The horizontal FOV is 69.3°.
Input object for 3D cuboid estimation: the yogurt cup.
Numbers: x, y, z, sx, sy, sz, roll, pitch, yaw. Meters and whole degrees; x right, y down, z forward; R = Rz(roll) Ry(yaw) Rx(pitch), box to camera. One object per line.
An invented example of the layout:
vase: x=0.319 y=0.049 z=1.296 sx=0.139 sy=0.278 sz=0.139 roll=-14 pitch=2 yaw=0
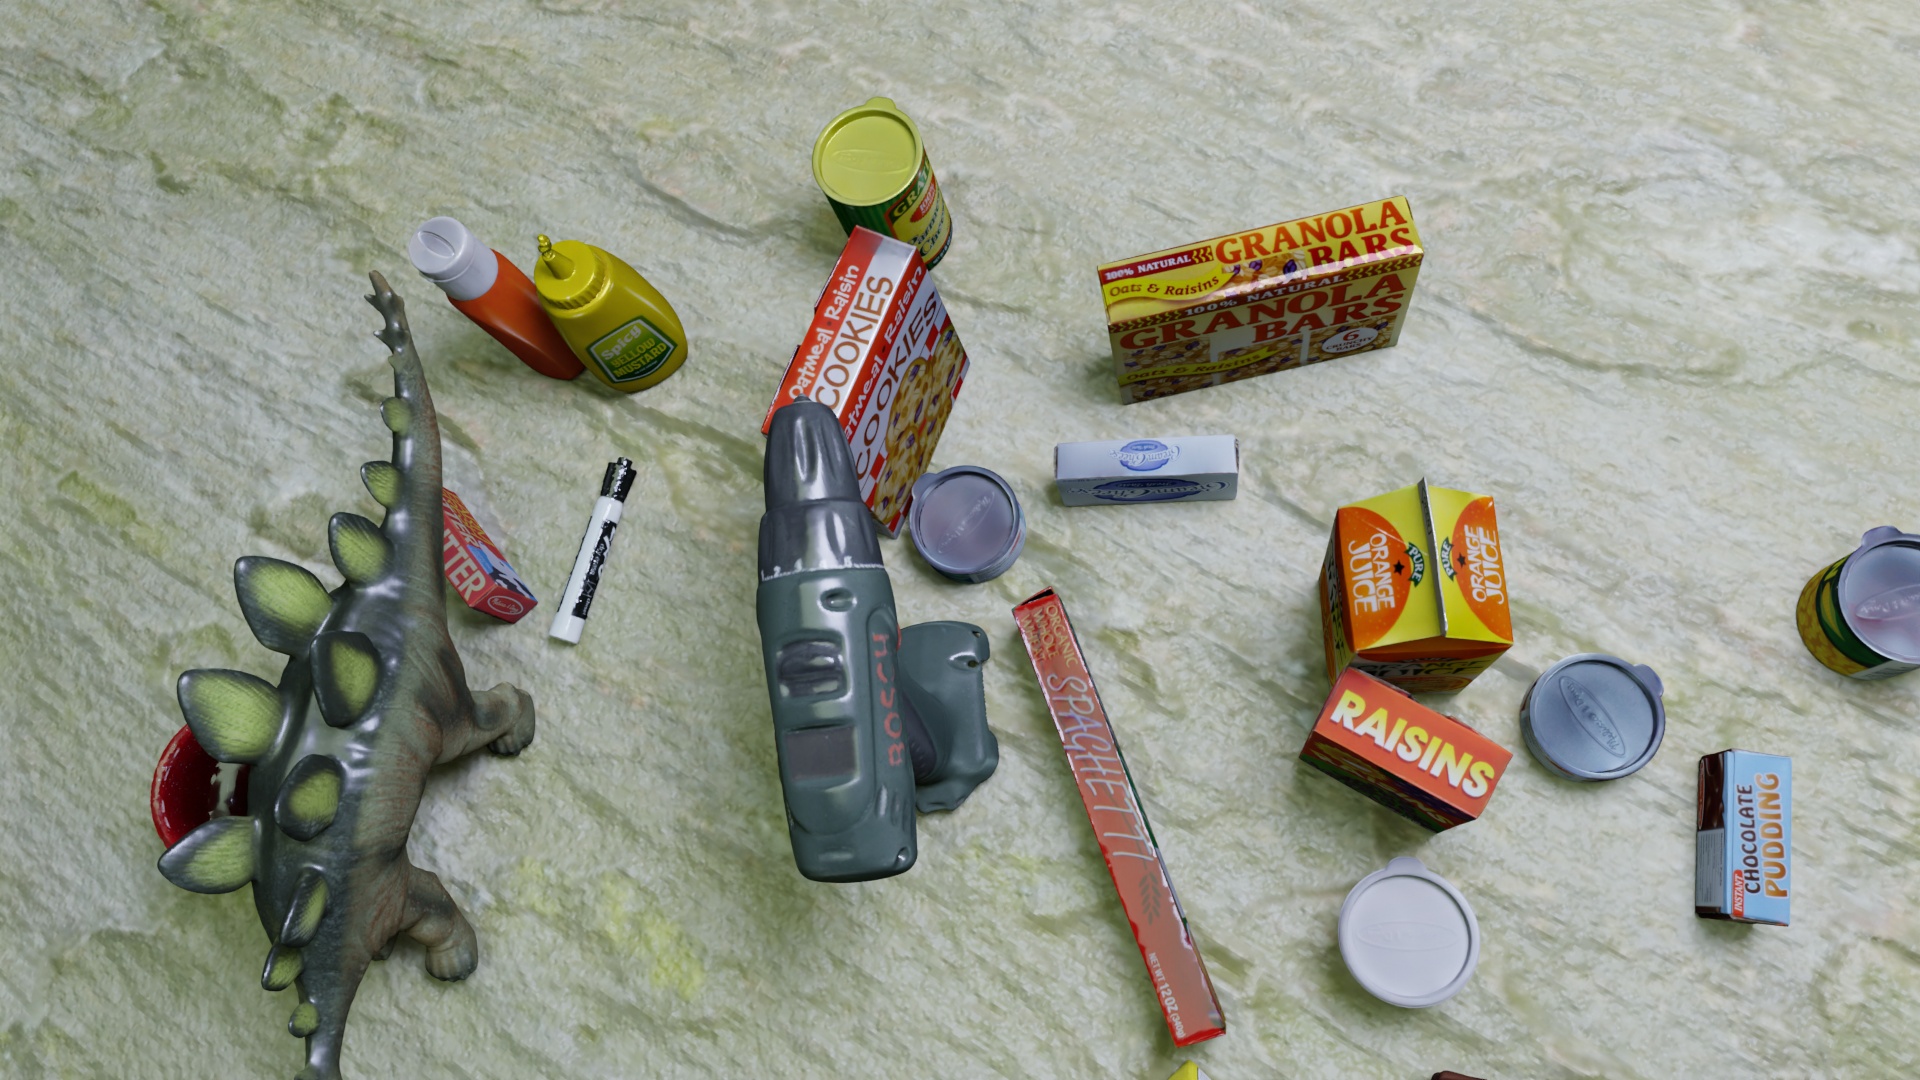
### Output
yogurt cup: x=0.227 y=0.203 z=0.713 sx=0.072 sy=0.054 sz=0.072 roll=-3 pitch=75 yaw=10

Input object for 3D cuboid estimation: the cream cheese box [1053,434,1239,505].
cream cheese box: x=0.108 y=-0.040 z=0.803 sx=0.104 sy=0.053 sz=0.024 roll=-2 pitch=75 yaw=10

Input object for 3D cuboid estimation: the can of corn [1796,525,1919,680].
can of corn: x=0.473 y=0.033 z=0.712 sx=0.071 sy=0.058 sz=0.071 roll=-3 pitch=75 yaw=10

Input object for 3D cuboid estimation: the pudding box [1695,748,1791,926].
pudding box: x=0.393 y=0.149 z=0.699 sx=0.030 sy=0.049 sz=0.084 roll=6 pitch=76 yaw=12

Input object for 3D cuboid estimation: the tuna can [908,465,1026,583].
tuna can: x=0.003 y=-0.010 z=0.825 sx=0.071 sy=0.032 sz=0.071 roll=-3 pitch=74 yaw=10

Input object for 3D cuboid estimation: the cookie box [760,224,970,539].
cookie box: x=-0.048 y=-0.083 z=0.784 sx=0.040 sy=0.167 sz=0.123 roll=20 pitch=80 yaw=15

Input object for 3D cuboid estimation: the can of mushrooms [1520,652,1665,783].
can of mushrooms: x=0.335 y=0.093 z=0.734 sx=0.071 sy=0.033 sz=0.071 roll=-3 pitch=74 yaw=10

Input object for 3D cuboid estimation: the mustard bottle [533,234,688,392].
mustard bottle: x=-0.218 y=-0.140 z=0.836 sx=0.065 sy=0.160 sz=0.049 roll=-32 pitch=72 yaw=1

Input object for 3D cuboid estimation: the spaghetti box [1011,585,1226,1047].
spaghetti box: x=0.085 y=0.146 z=0.757 sx=0.029 sy=0.050 sz=0.250 roll=-22 pitch=72 yaw=4

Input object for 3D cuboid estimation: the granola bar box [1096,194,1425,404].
granola bar box: x=0.165 y=-0.132 z=0.780 sx=0.165 sy=0.124 sz=0.039 roll=-12 pitch=73 yaw=7

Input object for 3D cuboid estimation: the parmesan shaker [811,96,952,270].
parmesan shaker: x=-0.044 y=-0.213 z=0.853 sx=0.071 sy=0.103 sz=0.071 roll=-3 pitch=75 yaw=10

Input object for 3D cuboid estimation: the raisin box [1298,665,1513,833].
raisin box: x=0.221 y=0.108 z=0.704 sx=0.086 sy=0.123 sz=0.040 roll=29 pitch=82 yaw=17

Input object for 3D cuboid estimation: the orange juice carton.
orange juice carton: x=0.223 y=0.029 z=0.689 sx=0.073 sy=0.192 sz=0.072 roll=-4 pitch=75 yaw=10

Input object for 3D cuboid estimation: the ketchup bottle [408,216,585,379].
ketchup bottle: x=-0.284 y=-0.148 z=0.856 sx=0.065 sy=0.148 sz=0.043 roll=31 pitch=83 yaw=17

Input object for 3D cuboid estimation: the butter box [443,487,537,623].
butter box: x=-0.312 y=0.005 z=0.870 sx=0.024 sy=0.053 sz=0.104 roll=-42 pitch=72 yaw=-2
